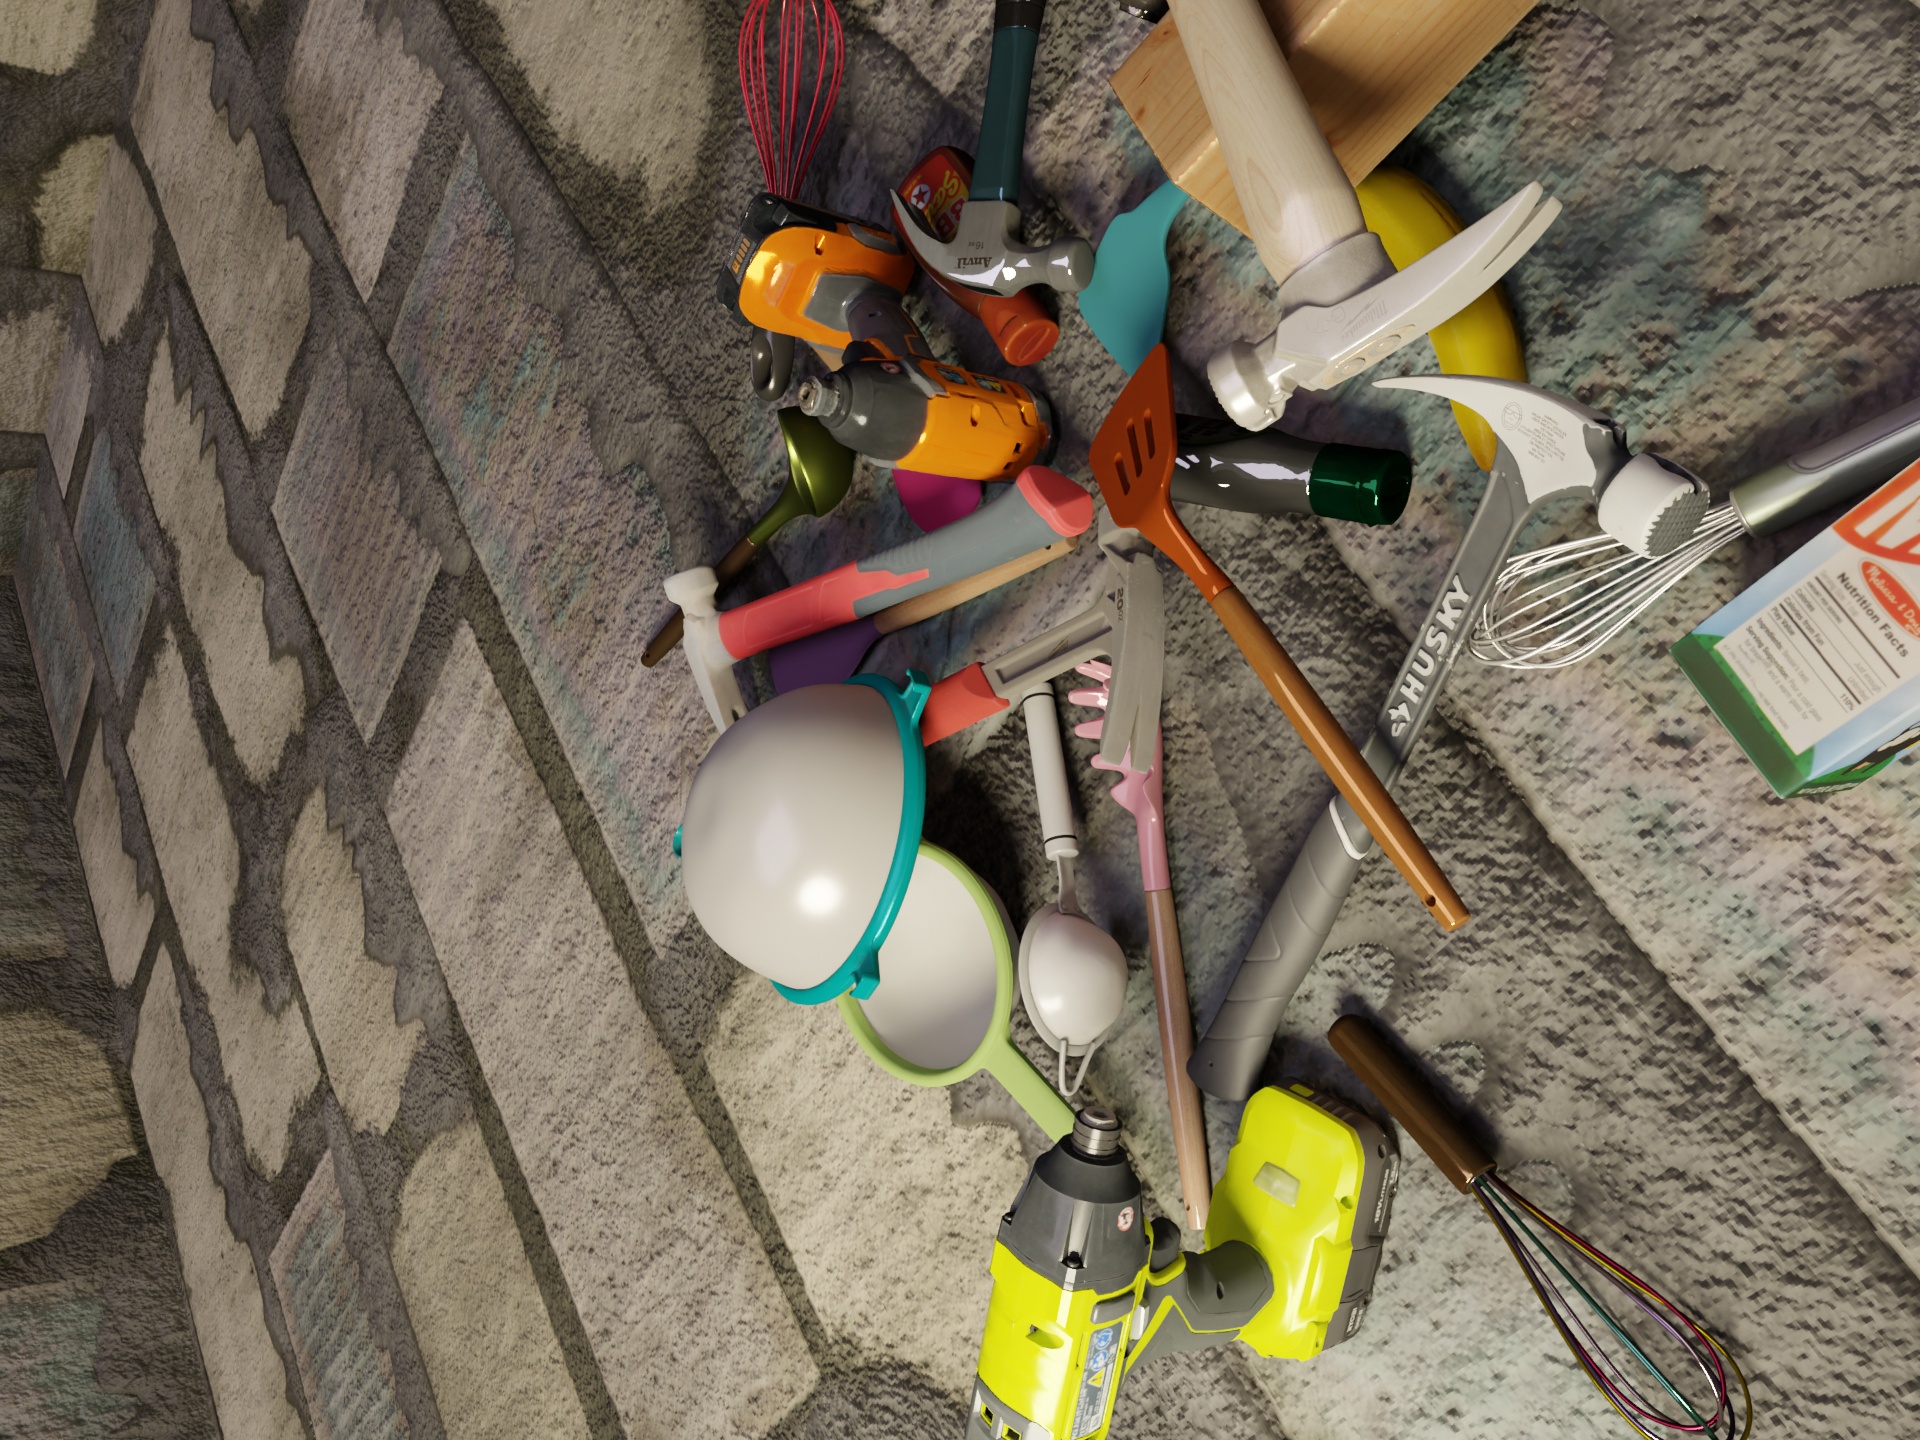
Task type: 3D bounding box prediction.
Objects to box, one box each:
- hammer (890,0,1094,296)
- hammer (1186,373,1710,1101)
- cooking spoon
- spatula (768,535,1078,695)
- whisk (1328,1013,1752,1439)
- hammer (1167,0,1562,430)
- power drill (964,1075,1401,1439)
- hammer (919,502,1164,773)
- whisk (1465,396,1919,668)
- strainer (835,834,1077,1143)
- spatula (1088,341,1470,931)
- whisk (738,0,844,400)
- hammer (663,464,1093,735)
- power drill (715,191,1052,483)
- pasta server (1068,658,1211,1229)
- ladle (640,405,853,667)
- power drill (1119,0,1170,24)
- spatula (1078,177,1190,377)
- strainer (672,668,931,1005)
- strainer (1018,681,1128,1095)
[{"bbox_3d":[0.035,-0.411,0.922,0.128,0.033,0.331,7,89,30],"label":"hammer"},{"bbox_3d":[0.185,0.031,0.744,0.149,0.036,0.408,49,135,39],"label":"hammer"},{"bbox_3d":[-0.075,-0.236,1.085,0.319,0.017,0.068,54,124,32],"label":"cooking spoon"},{"bbox_3d":[-0.035,-0.069,1.045,0.316,0.018,0.060,-20,80,47],"label":"spatula"},{"bbox_3d":[0.254,0.224,0.722,0.047,0.051,0.245,-49,50,11],"label":"whisk"},{"bbox_3d":[0.107,-0.336,0.686,0.146,0.038,0.411,-30,70,33],"label":"hammer"},{"bbox_3d":[0.106,0.247,0.742,0.080,0.223,0.171,22,107,45],"label":"power drill"},{"bbox_3d":[-0.002,-0.003,0.950,0.359,0.036,0.149,-26,54,54],"label":"hammer"},{"bbox_3d":[0.311,-0.082,0.645,0.246,0.058,0.059,-30,111,39],"label":"whisk"},{"bbox_3d":[0.024,0.176,0.954,0.257,0.069,0.151,45,121,28],"label":"strainer"},{"bbox_3d":[0.143,-0.041,0.744,0.323,0.041,0.081,59,139,25],"label":"spatula"},{"bbox_3d":[-0.121,-0.369,1.094,0.073,0.073,0.296,12,100,47],"label":"whisk"},{"bbox_3d":[-0.058,-0.071,1.025,0.386,0.038,0.143,-14,98,47],"label":"hammer"},{"bbox_3d":[-0.062,-0.230,0.966,0.227,0.164,0.084,54,127,35],"label":"power drill"},{"bbox_3d":[0.106,0.122,0.879,0.060,0.040,0.316,160,104,-72],"label":"pasta server"},{"bbox_3d":[-0.173,-0.120,1.169,0.320,0.062,0.078,-39,67,44],"label":"ladle"},{"bbox_3d":[0.068,-0.468,0.799,0.226,0.084,0.185,38,119,35],"label":"power drill"},{"bbox_3d":[0.157,-0.322,0.827,0.317,0.044,0.082,-51,54,29],"label":"spatula"},{"bbox_3d":[-0.147,0.068,1.031,0.340,0.095,0.211,-8,69,57],"label":"strainer"},{"bbox_3d":[0.060,0.080,0.910,0.050,0.086,0.259,-26,61,36],"label":"strainer"}]
